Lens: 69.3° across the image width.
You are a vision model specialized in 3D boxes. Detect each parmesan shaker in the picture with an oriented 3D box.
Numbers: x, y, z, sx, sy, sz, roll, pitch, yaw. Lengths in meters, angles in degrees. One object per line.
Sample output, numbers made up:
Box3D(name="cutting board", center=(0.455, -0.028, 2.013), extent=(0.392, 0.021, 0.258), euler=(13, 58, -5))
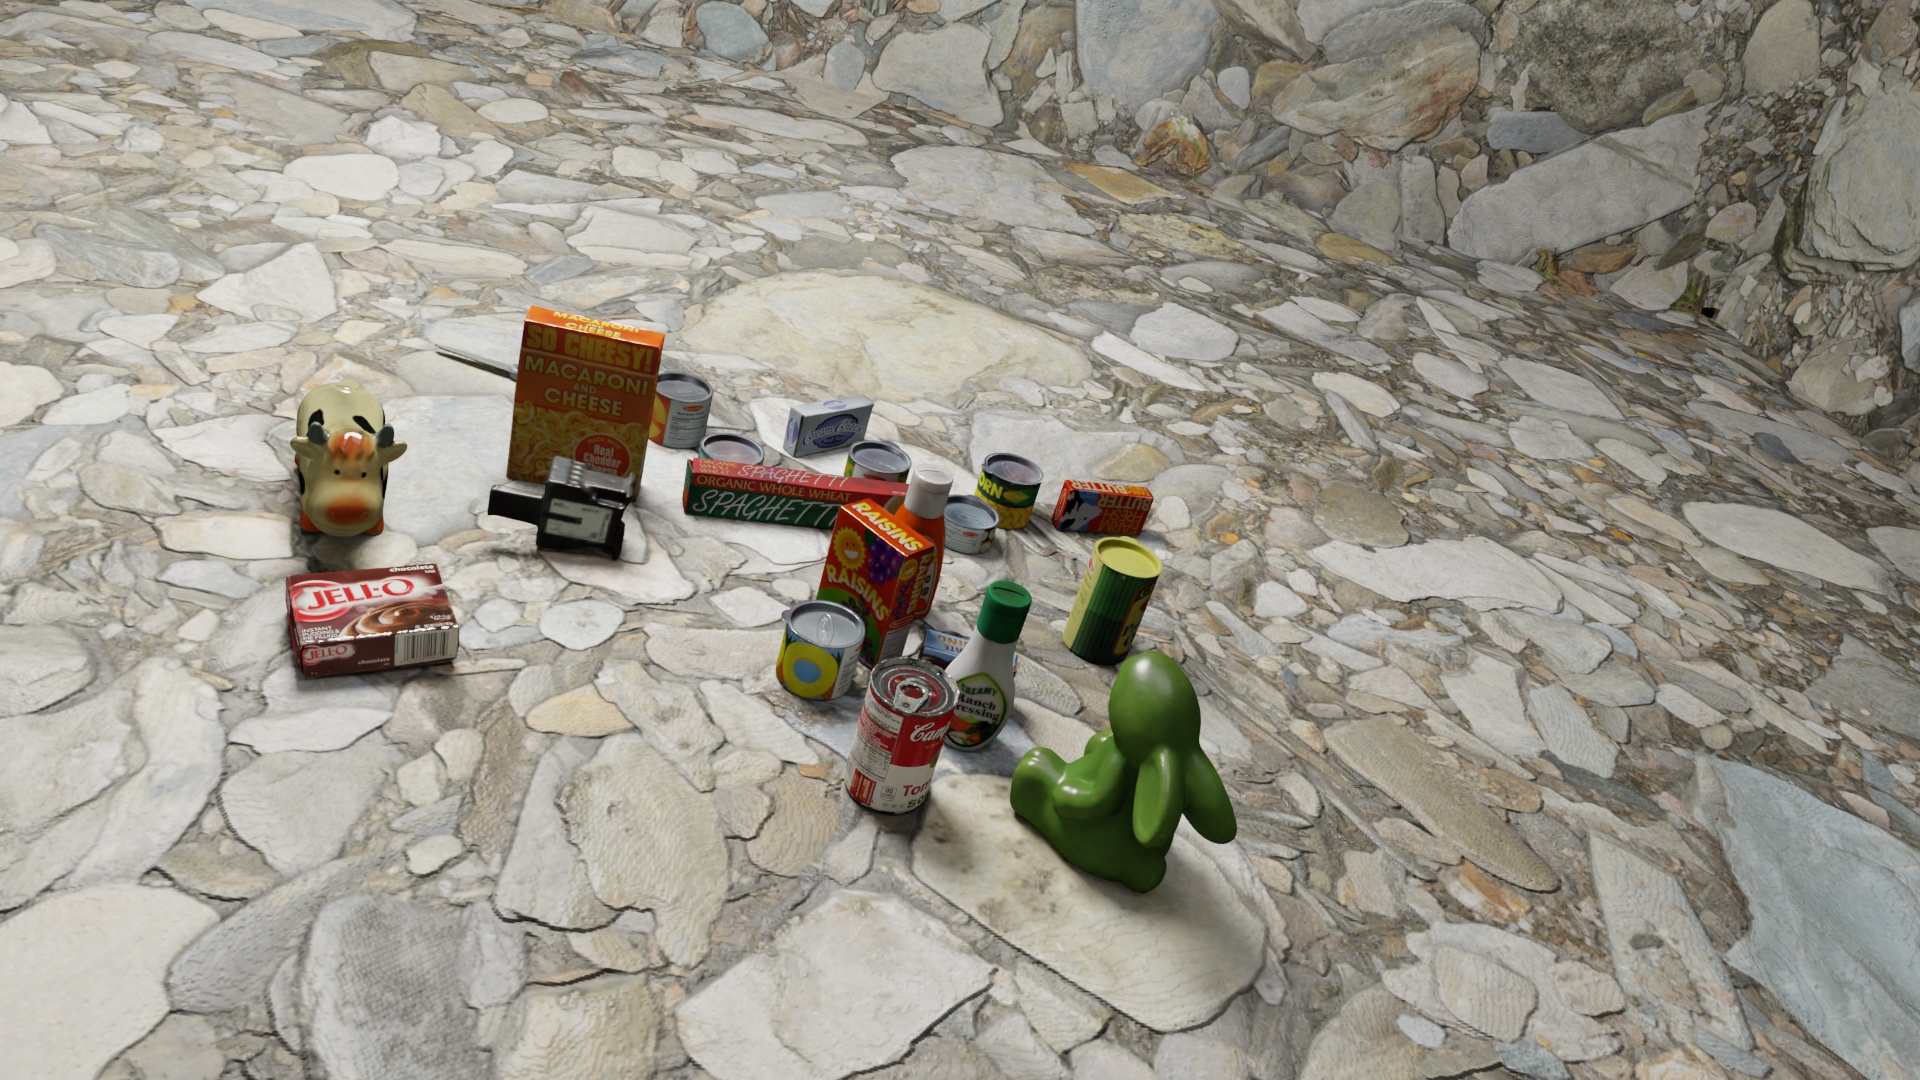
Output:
Box3D(name="parmesan shaker", center=(0.142, 0.056, 1.305), extent=(0.071, 0.102, 0.071), euler=(13, 30, -7))

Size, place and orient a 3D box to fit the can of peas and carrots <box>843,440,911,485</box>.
Box3D(name="can of peas and carrots", center=(-0.088, -0.063, 1.434), extent=(0.071, 0.058, 0.071), euler=(13, 30, -7))

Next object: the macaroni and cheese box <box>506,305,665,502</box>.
Box3D(name="macaroni and cheese box", center=(-0.351, -0.126, 1.297), extent=(0.124, 0.165, 0.040), euler=(11, 30, -10))

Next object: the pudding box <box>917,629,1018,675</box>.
Box3D(name="pudding box", center=(0.003, 0.113, 1.192), extent=(0.084, 0.049, 0.030), euler=(15, 29, -3))

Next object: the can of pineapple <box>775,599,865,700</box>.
Box3D(name="can of pineapple", center=(-0.119, 0.091, 1.159), extent=(0.071, 0.057, 0.071), euler=(13, 30, -7))

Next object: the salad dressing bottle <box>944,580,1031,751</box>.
Box3D(name="salad dressing bottle", center=(0.020, 0.101, 1.121), extent=(0.064, 0.147, 0.044), euler=(16, 29, -2))

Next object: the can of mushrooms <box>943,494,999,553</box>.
Box3D(name="can of mushrooms", center=(0.005, -0.018, 1.430), extent=(0.071, 0.033, 0.071), euler=(13, 30, -7))

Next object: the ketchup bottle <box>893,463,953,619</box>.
Box3D(name="ketchup bottle", center=(-0.042, 0.001, 1.257), extent=(0.065, 0.148, 0.044), euler=(4, 32, -21))

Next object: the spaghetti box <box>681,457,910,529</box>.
Box3D(name="spaghetti box", center=(-0.147, -0.040, 1.373), extent=(0.250, 0.050, 0.029), euler=(6, 31, -18))

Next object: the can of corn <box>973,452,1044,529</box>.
Box3D(name="can of corn", center=(0.047, -0.053, 1.486), extent=(0.071, 0.058, 0.071), euler=(13, 30, -7))

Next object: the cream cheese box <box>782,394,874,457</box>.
Box3D(name="cream cheese box", center=(-0.144, -0.126, 1.516), extent=(0.104, 0.053, 0.024), euler=(-16, 43, -44))

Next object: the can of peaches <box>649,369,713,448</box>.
Box3D(name="can of peaches", center=(-0.296, -0.137, 1.453), extent=(0.071, 0.057, 0.071), euler=(13, 30, -7))

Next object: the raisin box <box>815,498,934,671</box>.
Box3D(name="raisin box", center=(-0.077, 0.038, 1.204), extent=(0.086, 0.122, 0.040), euler=(36, 35, 30))

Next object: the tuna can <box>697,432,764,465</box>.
Box3D(name="tuna can", center=(-0.233, -0.079, 1.411), extent=(0.071, 0.032, 0.071), euler=(13, 30, -7))

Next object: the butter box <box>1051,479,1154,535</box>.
Box3D(name="butter box", center=(0.155, -0.035, 1.516), extent=(0.104, 0.052, 0.024), euler=(4, 32, -21))
